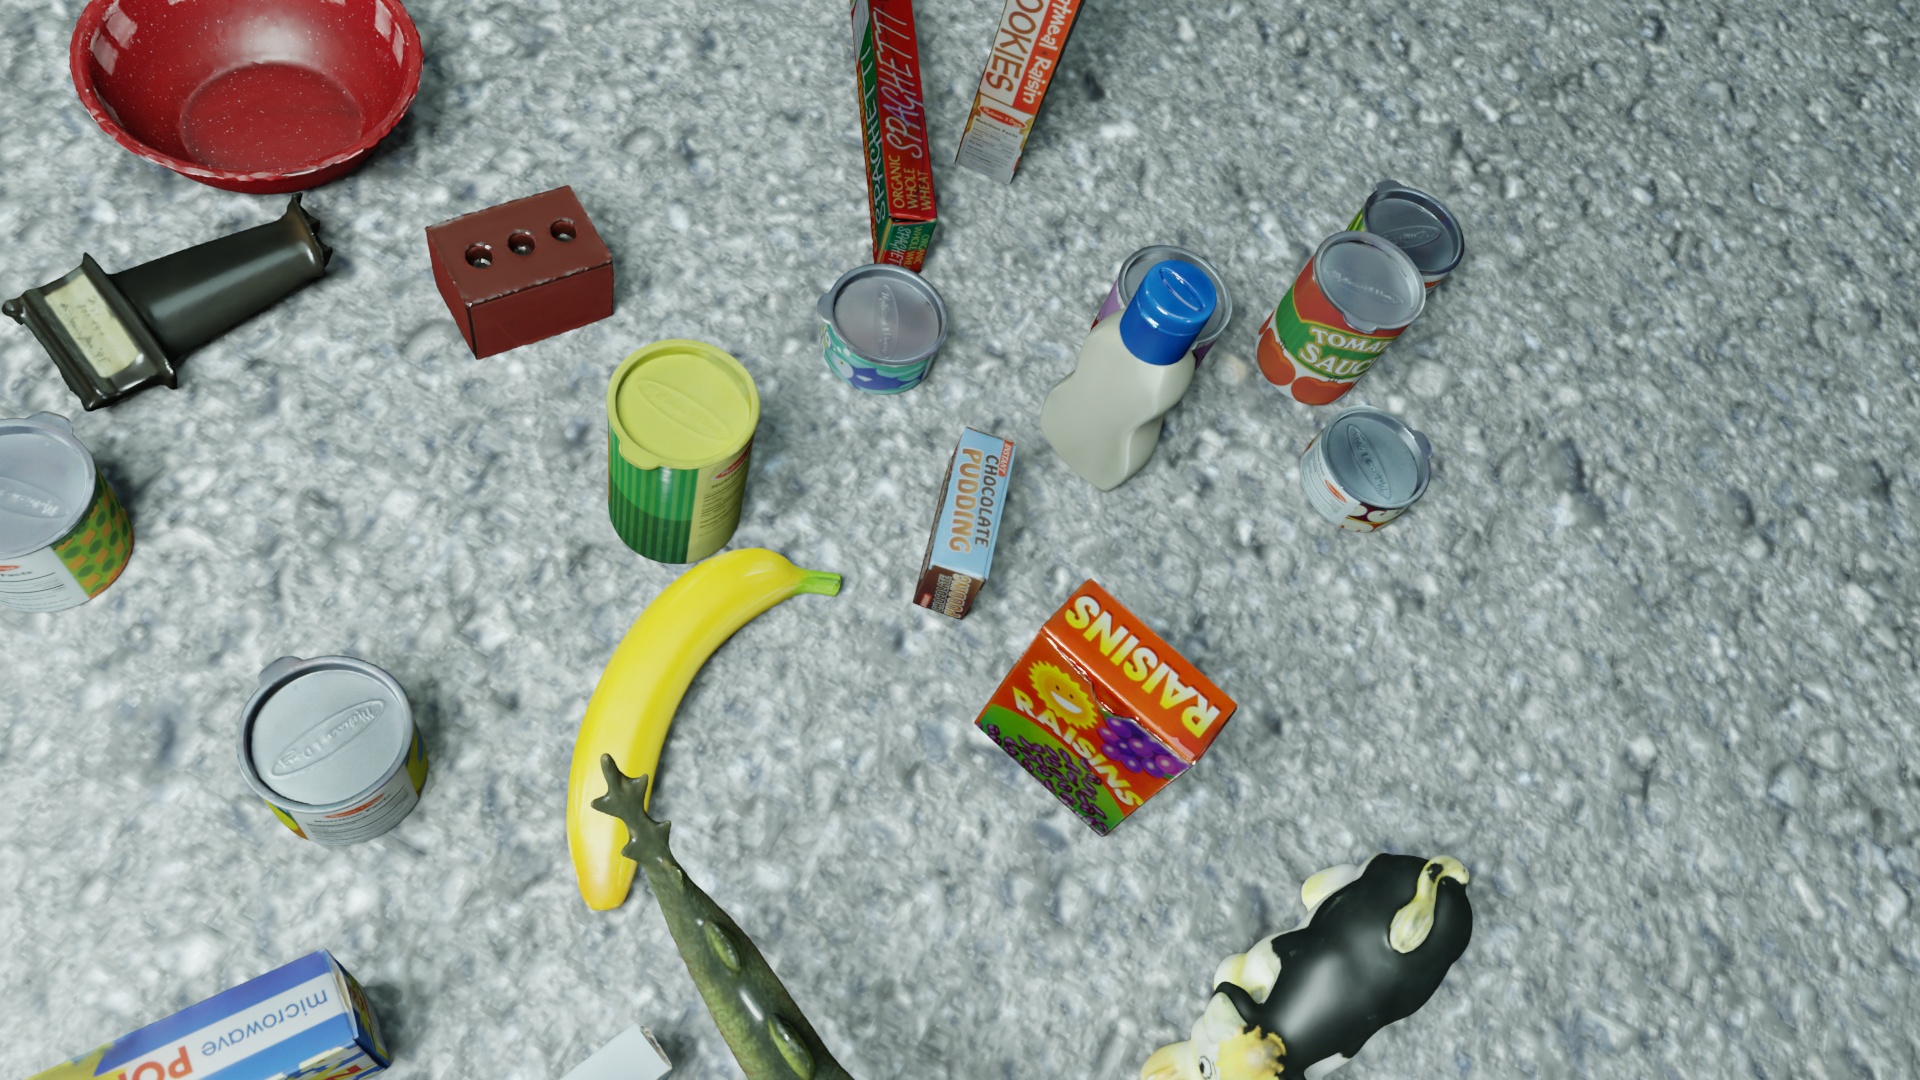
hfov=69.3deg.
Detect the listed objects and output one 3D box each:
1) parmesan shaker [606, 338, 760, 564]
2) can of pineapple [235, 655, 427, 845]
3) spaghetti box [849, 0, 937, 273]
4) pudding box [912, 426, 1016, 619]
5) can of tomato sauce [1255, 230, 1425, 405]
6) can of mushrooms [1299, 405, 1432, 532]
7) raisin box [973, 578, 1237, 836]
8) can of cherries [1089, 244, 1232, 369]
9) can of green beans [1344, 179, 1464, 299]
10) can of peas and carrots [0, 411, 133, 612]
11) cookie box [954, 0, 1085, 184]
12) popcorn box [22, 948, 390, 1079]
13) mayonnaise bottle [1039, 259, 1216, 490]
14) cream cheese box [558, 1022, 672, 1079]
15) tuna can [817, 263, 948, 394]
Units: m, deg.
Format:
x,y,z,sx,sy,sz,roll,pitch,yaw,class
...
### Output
x,y,z,sx,sy,sz,roll,pitch,yaw,class
-0.134,-0.037,0.650,0.071,0.102,0.071,6,63,-12,parmesan shaker
-0.261,0.087,0.580,0.071,0.057,0.071,6,63,-12,can of pineapple
-0.043,-0.272,0.824,0.029,0.050,0.251,0,64,-14,spaghetti box
0.003,-0.009,0.702,0.030,0.049,0.084,17,61,-6,pudding box
0.216,-0.124,0.798,0.071,0.082,0.071,6,63,-12,can of tomato sauce
0.230,-0.041,0.787,0.071,0.033,0.071,6,62,-12,can of mushrooms
0.061,0.079,0.631,0.086,0.122,0.040,42,62,8,raisin box
0.111,-0.121,0.783,0.071,0.058,0.072,6,63,-12,can of cherries
0.263,-0.172,0.849,0.071,0.057,0.071,6,63,-12,can of green beans
-0.397,-0.012,0.594,0.071,0.058,0.071,6,63,-12,can of peas and carrots
0.050,-0.307,0.799,0.040,0.166,0.123,22,61,-3,cookie box
-0.280,0.199,0.502,0.127,0.084,0.038,-22,71,-23,popcorn box
0.086,-0.084,0.706,0.041,0.147,0.065,-37,78,-27,mayonnaise bottle
-0.161,0.231,0.535,0.104,0.053,0.024,-34,77,-27,cream cheese box
-0.045,-0.114,0.754,0.071,0.032,0.071,6,62,-12,tuna can
